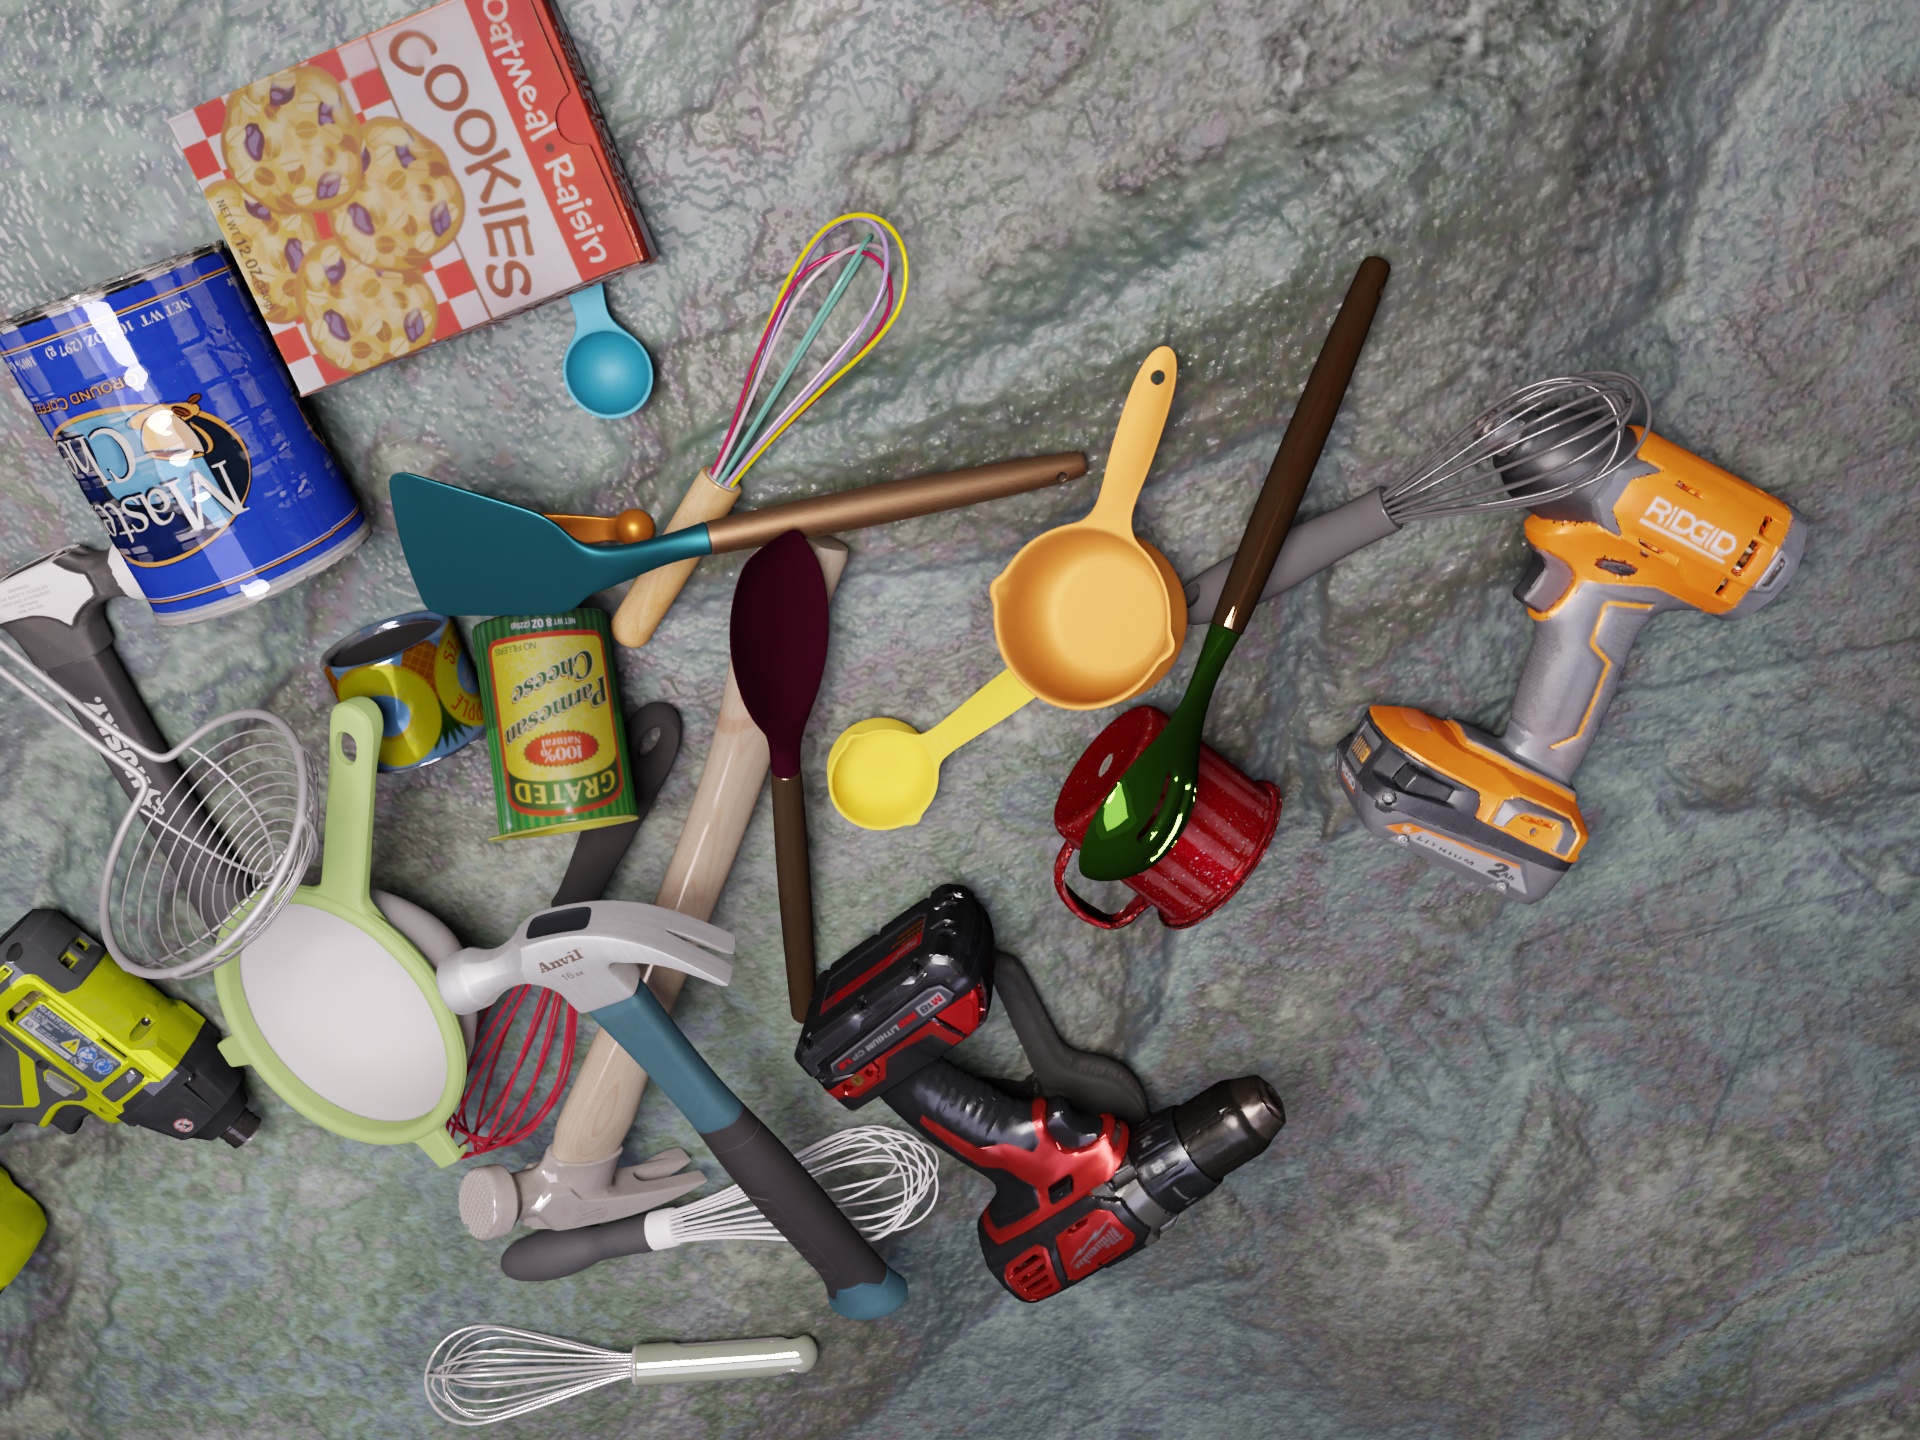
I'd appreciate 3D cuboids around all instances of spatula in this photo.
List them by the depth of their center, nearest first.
[{"bbox_3d":[-0.094,-0.098,0.737,0.317,0.044,0.082,-12,137,-13],"label":"spatula"}]

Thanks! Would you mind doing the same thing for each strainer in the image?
[{"bbox_3d":[-0.293,0.094,0.801,0.151,0.069,0.256,20,117,13],"label":"strainer"}]

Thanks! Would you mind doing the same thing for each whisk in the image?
[{"bbox_3d":[0.199,-0.095,0.735,0.239,0.055,0.055,-25,116,34],"label":"whisk"},{"bbox_3d":[-0.099,-0.128,0.745,0.047,0.051,0.245,27,115,-20],"label":"whisk"},{"bbox_3d":[-0.215,0.118,0.855,0.073,0.073,0.295,23,107,-12],"label":"whisk"},{"bbox_3d":[-0.147,0.296,0.943,0.284,0.070,0.070,-16,116,12],"label":"whisk"},{"bbox_3d":[-0.213,0.407,1.005,0.246,0.059,0.057,-2,153,-5],"label":"whisk"}]

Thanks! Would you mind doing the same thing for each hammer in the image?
[{"bbox_3d":[-0.119,0.212,0.819,0.128,0.033,0.330,-22,124,14],"label":"hammer"},{"bbox_3d":[-0.137,0.094,0.836,0.146,0.038,0.410,4,115,-47],"label":"hammer"},{"bbox_3d":[-0.408,0.070,0.837,0.146,0.035,0.334,-16,116,5],"label":"hammer"}]

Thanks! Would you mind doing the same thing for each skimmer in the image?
[{"bbox_3d":[-0.441,-0.027,0.711,0.363,0.090,0.127,39,88,-1],"label":"skimmer"}]

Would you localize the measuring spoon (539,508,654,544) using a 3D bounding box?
[{"bbox_3d":[-0.208,-0.091,0.776,0.117,0.011,0.021,-2,116,-1],"label":"measuring spoon"}]

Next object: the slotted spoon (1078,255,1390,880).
[{"bbox_3d":[0.131,-0.066,0.731,0.070,0.031,0.314,21,92,-56],"label":"slotted spoon"}]

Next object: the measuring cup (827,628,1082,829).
[{"bbox_3d":[-0.001,-0.003,0.824,0.156,0.029,0.062,-35,114,2],"label":"measuring cup"}]

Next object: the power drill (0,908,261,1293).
[{"bbox_3d":[-0.520,0.227,0.889,0.223,0.080,0.171,-38,111,12],"label":"power drill"}]

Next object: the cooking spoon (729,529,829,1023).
[{"bbox_3d":[-0.088,0.044,0.806,0.017,0.069,0.318,23,134,26],"label":"cooking spoon"}]

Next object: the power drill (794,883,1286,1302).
[{"bbox_3d":[0.043,0.196,0.852,0.188,0.080,0.226,-37,105,18],"label":"power drill"}]

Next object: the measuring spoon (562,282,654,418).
[{"bbox_3d":[-0.170,-0.202,0.724,0.042,0.021,0.128,-10,107,6],"label":"measuring spoon"}]

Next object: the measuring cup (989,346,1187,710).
[{"bbox_3d":[0.078,-0.090,0.761,0.095,0.052,0.173,20,99,20],"label":"measuring cup"}]

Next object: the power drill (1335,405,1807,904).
[{"bbox_3d":[0.279,-0.038,0.780,0.164,0.084,0.226,25,109,-10],"label":"power drill"}]
